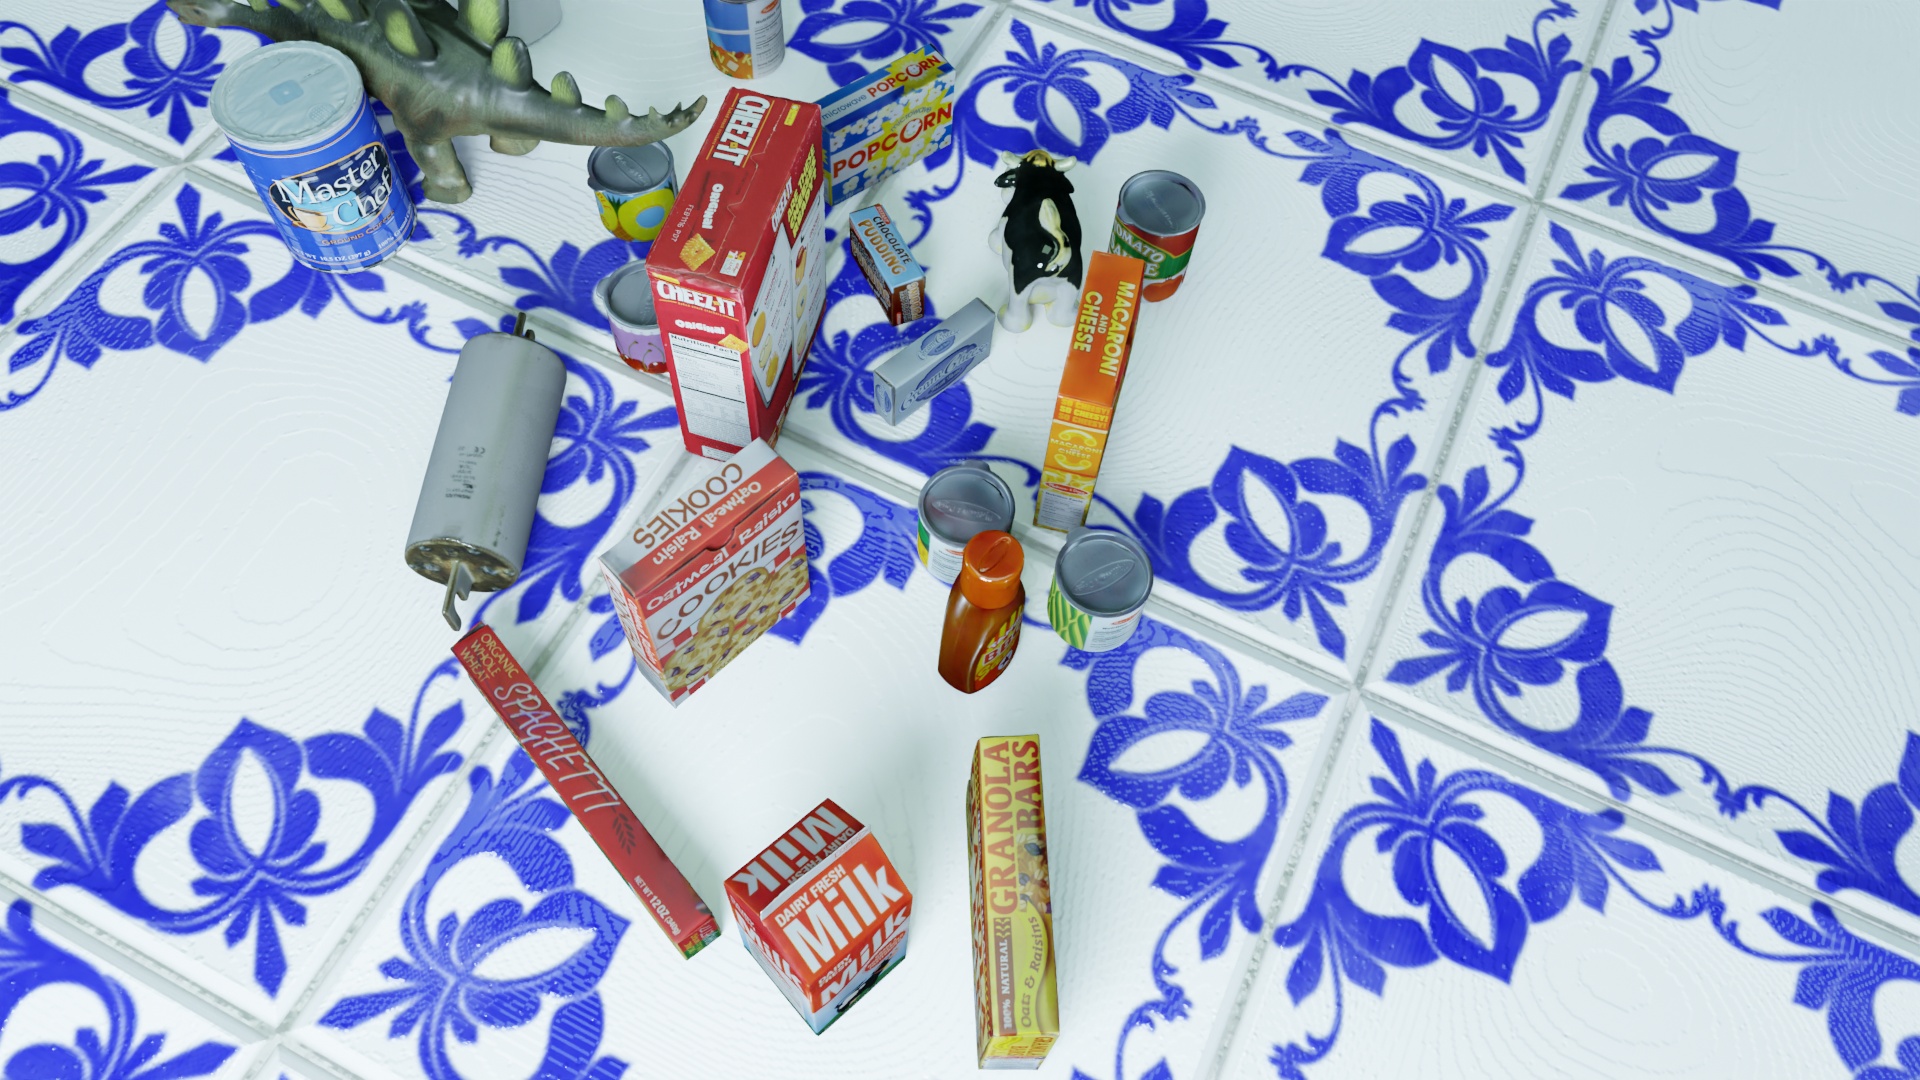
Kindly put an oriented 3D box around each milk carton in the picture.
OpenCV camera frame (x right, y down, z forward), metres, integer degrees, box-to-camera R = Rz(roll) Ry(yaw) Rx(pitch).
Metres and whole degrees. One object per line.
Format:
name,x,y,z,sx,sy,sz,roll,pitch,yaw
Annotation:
milk carton,-0.077,0.206,0.764,0.072,0.189,0.073,-38,70,-21

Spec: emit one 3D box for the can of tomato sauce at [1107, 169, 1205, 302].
can of tomato sauce,0.149,-0.235,1.084,0.071,0.082,0.071,1,61,-3

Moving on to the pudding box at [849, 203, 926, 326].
pudding box,-0.057,-0.214,1.079,0.030,0.049,0.084,-22,65,-15

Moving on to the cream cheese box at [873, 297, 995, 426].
cream cheese box,-0.019,-0.132,1.034,0.104,0.053,0.024,-38,70,-21

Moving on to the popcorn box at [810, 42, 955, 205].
popcorn box,-0.065,-0.336,1.126,0.127,0.084,0.038,-34,68,-20

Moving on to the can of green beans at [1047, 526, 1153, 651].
can of green beans,0.094,0.035,0.945,0.071,0.057,0.071,2,61,-3

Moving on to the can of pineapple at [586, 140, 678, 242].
can of pineapple,-0.258,-0.278,1.097,0.071,0.057,0.071,2,61,-3

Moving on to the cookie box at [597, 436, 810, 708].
cookie box,-0.154,0.024,0.873,0.040,0.166,0.123,42,67,18

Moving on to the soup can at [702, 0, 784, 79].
soup can,-0.187,-0.447,1.181,0.071,0.083,0.071,1,61,-3

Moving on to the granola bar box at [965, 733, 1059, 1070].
granola bar box,0.027,0.212,0.805,0.039,0.123,0.166,-1,61,-4

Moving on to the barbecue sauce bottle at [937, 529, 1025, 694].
barbecue sauce bottle,0.016,0.043,0.884,0.044,0.147,0.065,35,65,15

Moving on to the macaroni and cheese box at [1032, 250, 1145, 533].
macaroni and cheese box,0.088,-0.098,0.956,0.040,0.165,0.124,13,61,4

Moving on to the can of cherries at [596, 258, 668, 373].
can of cherries,-0.231,-0.168,1.037,0.071,0.058,0.072,2,61,-3

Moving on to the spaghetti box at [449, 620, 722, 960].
spaghetti box,-0.235,0.153,0.864,0.029,0.050,0.250,-37,69,-21

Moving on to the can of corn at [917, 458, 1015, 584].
can of corn,0.003,-0.012,0.965,0.071,0.058,0.071,2,61,-3
